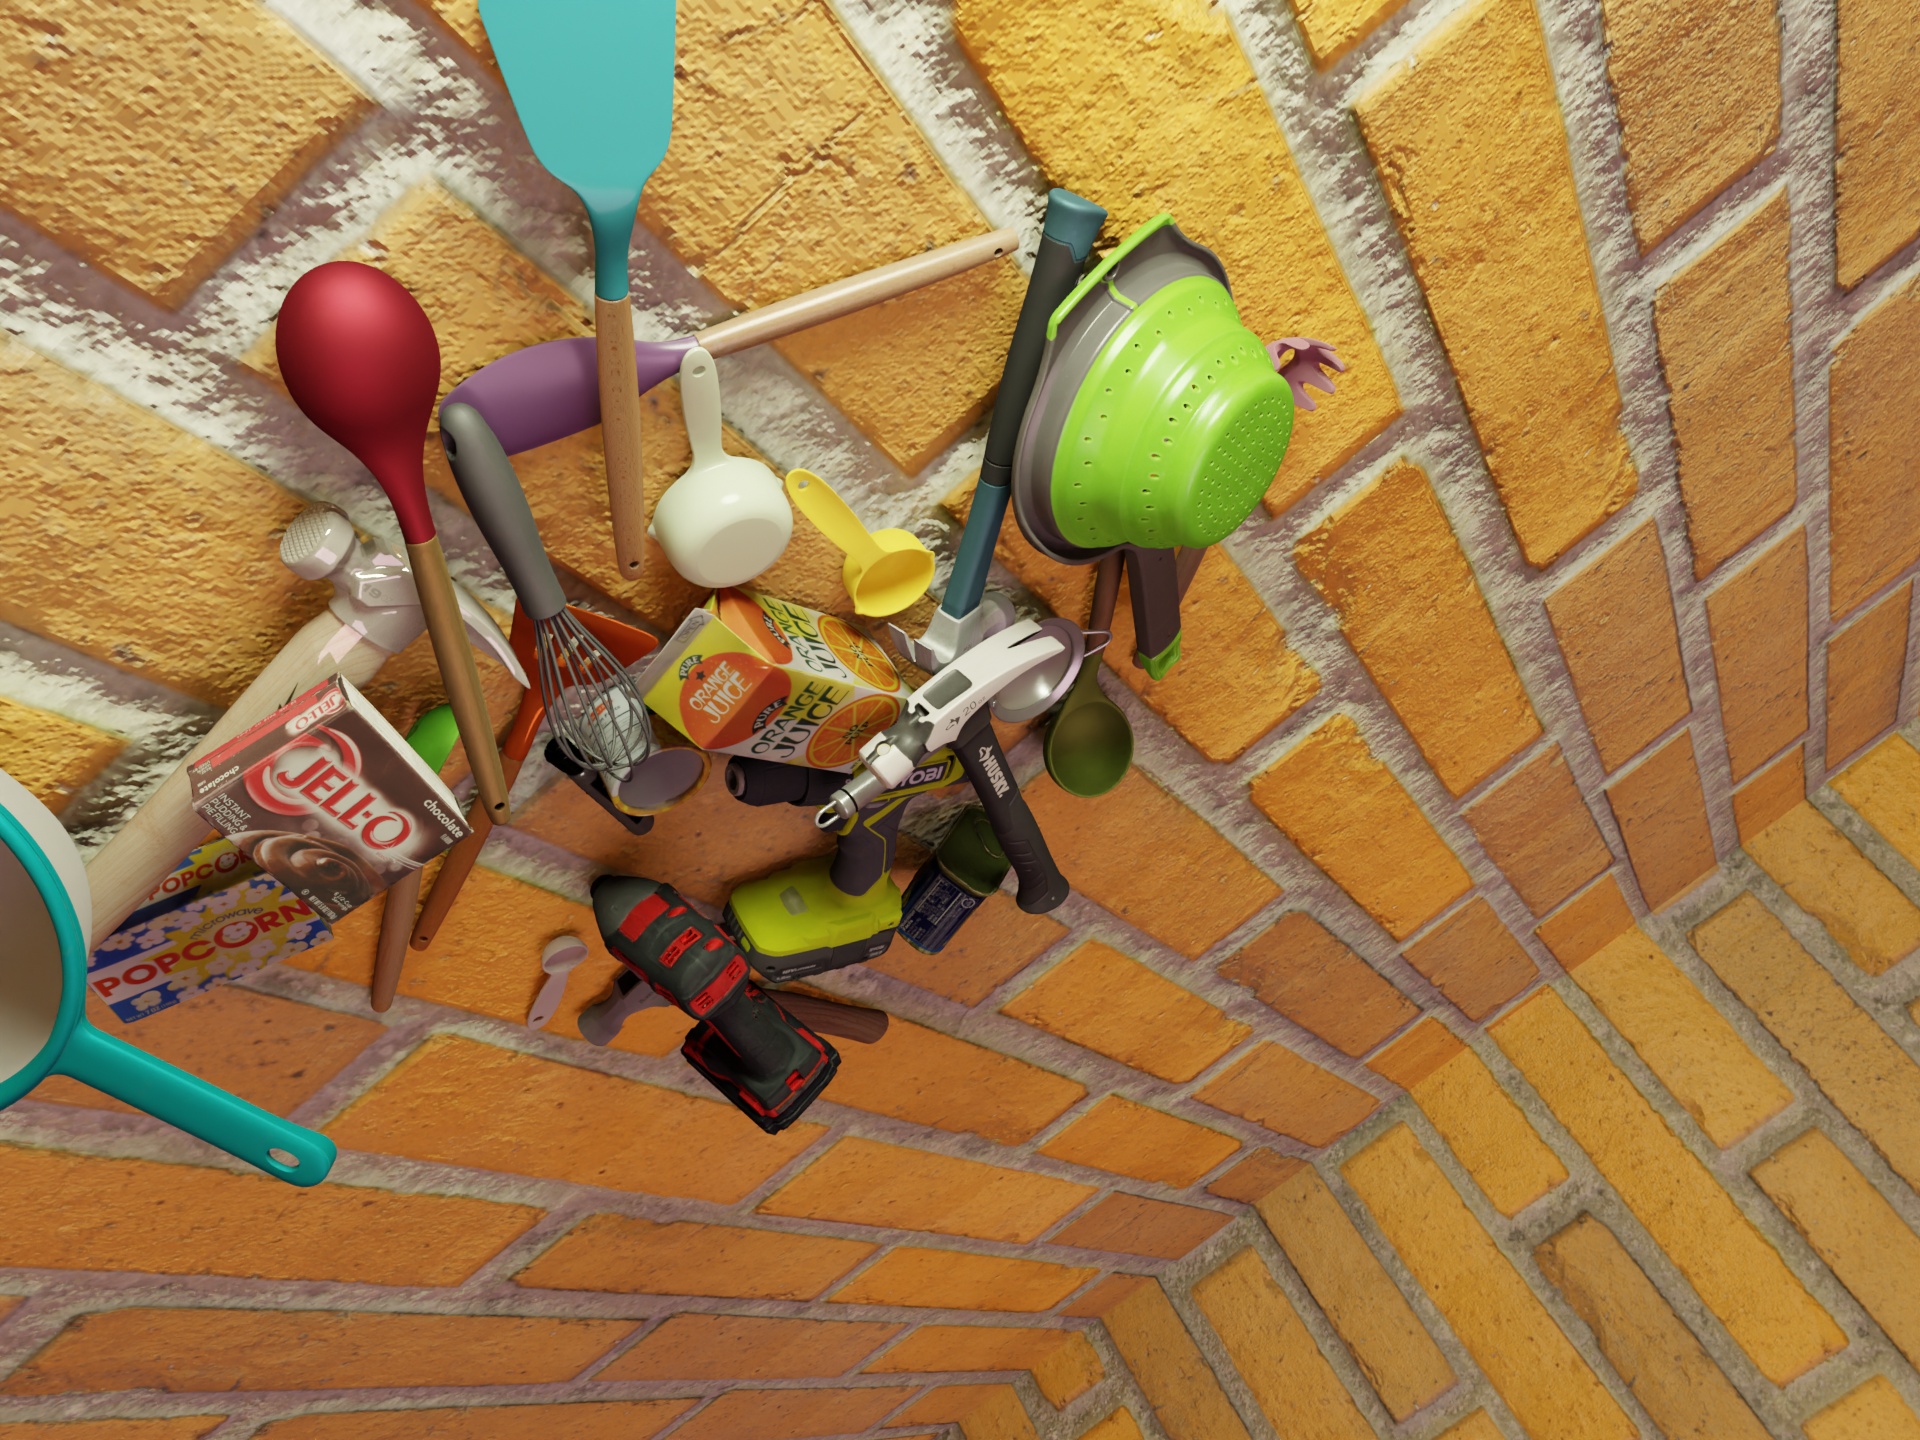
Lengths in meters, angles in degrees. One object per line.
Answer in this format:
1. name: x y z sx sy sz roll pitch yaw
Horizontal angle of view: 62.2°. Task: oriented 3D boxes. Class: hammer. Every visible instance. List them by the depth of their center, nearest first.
1. hammer: -0.414 0.067 0.833 0.410 0.038 0.146 -43 137 6
2. hammer: 0.027 -0.159 0.950 0.128 0.033 0.330 -40 155 -46
3. hammer: 0.035 0.056 1.128 0.146 0.035 0.334 -42 149 -10
4. hammer: -0.161 0.237 1.333 0.130 0.031 0.331 -42 147 14

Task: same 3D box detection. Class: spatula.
1. spatula: -0.166 -0.189 0.756 0.082 0.044 0.317 -17 144 -22
2. spatula: -0.111 -0.201 0.814 0.316 0.018 0.059 -23 144 -15
3. spatula: -0.279 0.041 0.961 0.081 0.041 0.322 19 125 -24

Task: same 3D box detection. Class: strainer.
1. strainer: -0.442 0.112 0.754 0.340 0.095 0.211 33 109 -14
2. strainer: -0.002 -0.003 1.086 0.258 0.050 0.086 -36 142 -26

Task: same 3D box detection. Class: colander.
1. colander: 0.144 -0.126 1.008 0.204 0.095 0.396 -46 151 -17

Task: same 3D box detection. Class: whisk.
1. whisk: -0.215 -0.059 0.826 0.055 0.055 0.238 -26 130 -12

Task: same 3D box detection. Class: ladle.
1. ladle: -0.259 -0.068 0.776 0.069 0.031 0.315 -25 133 -25
2. ladle: 0.108 -0.064 1.153 0.078 0.062 0.319 -21 143 -23

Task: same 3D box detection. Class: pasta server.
1. pasta server: 0.182 -0.144 1.126 0.060 0.040 0.316 -5 140 -24

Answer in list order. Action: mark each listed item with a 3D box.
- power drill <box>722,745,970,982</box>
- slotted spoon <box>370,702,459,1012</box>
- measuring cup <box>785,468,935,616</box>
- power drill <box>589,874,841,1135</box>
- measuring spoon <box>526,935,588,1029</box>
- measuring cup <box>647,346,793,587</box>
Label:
1. power drill: -0.096 0.084 1.149 0.190 0.080 0.228 -10 138 -34
2. slotted spoon: -0.342 0.096 0.979 0.031 0.070 0.313 17 135 -12
3. measuring cup: -0.067 -0.115 0.959 0.062 0.029 0.156 -37 145 6
4. power drill: -0.181 0.193 1.132 0.078 0.143 0.219 -46 141 -18
5. measuring spoon: -0.303 0.192 1.171 0.034 0.018 0.124 -10 147 -35
6. measuring cup: -0.129 -0.131 0.856 0.083 0.038 0.167 -23 153 -15
